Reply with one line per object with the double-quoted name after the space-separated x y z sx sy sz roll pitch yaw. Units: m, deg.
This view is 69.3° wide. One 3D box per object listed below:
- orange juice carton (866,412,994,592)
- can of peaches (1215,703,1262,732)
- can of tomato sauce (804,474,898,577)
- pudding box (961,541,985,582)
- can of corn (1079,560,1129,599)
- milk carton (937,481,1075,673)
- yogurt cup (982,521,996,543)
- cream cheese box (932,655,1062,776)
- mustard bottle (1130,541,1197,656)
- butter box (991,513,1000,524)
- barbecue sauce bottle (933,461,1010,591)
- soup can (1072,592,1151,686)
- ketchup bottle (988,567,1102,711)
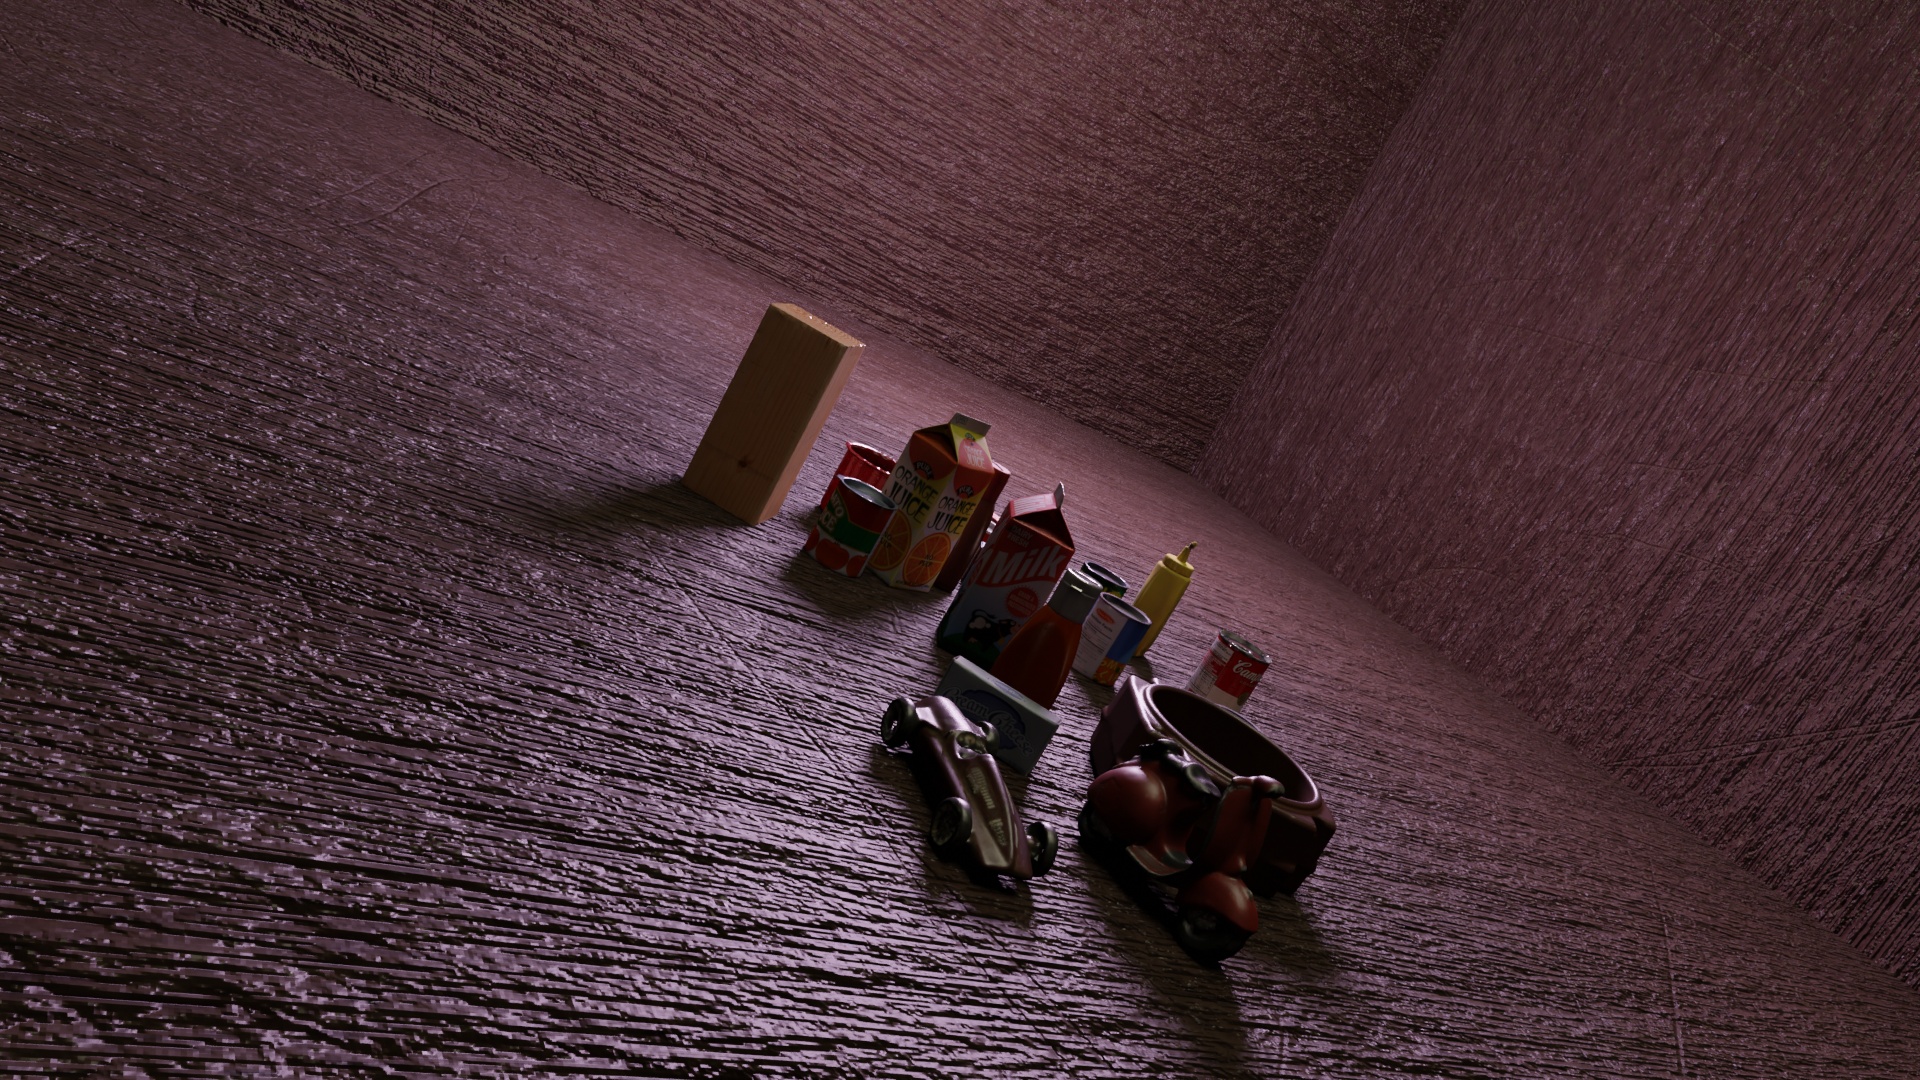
-0.032 -0.046 1.471 0.073 0.192 0.072 37 14 33 "orange juice carton"
0.275 0.213 1.442 0.071 0.058 0.071 28 12 -6 "can of peaches"
-0.113 -0.014 1.415 0.071 0.083 0.071 28 12 -6 "can of tomato sauce"
0.048 0.043 1.631 0.084 0.049 0.030 28 12 -7 "pudding box"
0.174 0.067 1.799 0.071 0.058 0.071 28 12 -6 "can of corn"
0.054 0.030 1.360 0.073 0.190 0.072 28 12 -6 "milk carton"
0.012 -0.002 1.720 0.072 0.054 0.072 28 12 -6 "yogurt cup"
0.027 0.146 1.158 0.104 0.053 0.024 32 12 10 "cream cheese box"
0.248 0.067 1.725 0.049 0.160 0.065 32 12 12 "mustard bottle"
0.030 -0.012 1.803 0.024 0.053 0.104 16 18 -49 "butter box"
0.006 -0.019 1.551 0.043 0.148 0.065 23 14 -31 "barbecue sauce bottle"
0.165 0.110 1.543 0.071 0.083 0.071 28 12 -6 "soup can"
0.075 0.096 1.243 0.065 0.148 0.043 32 12 12 "ketchup bottle"
